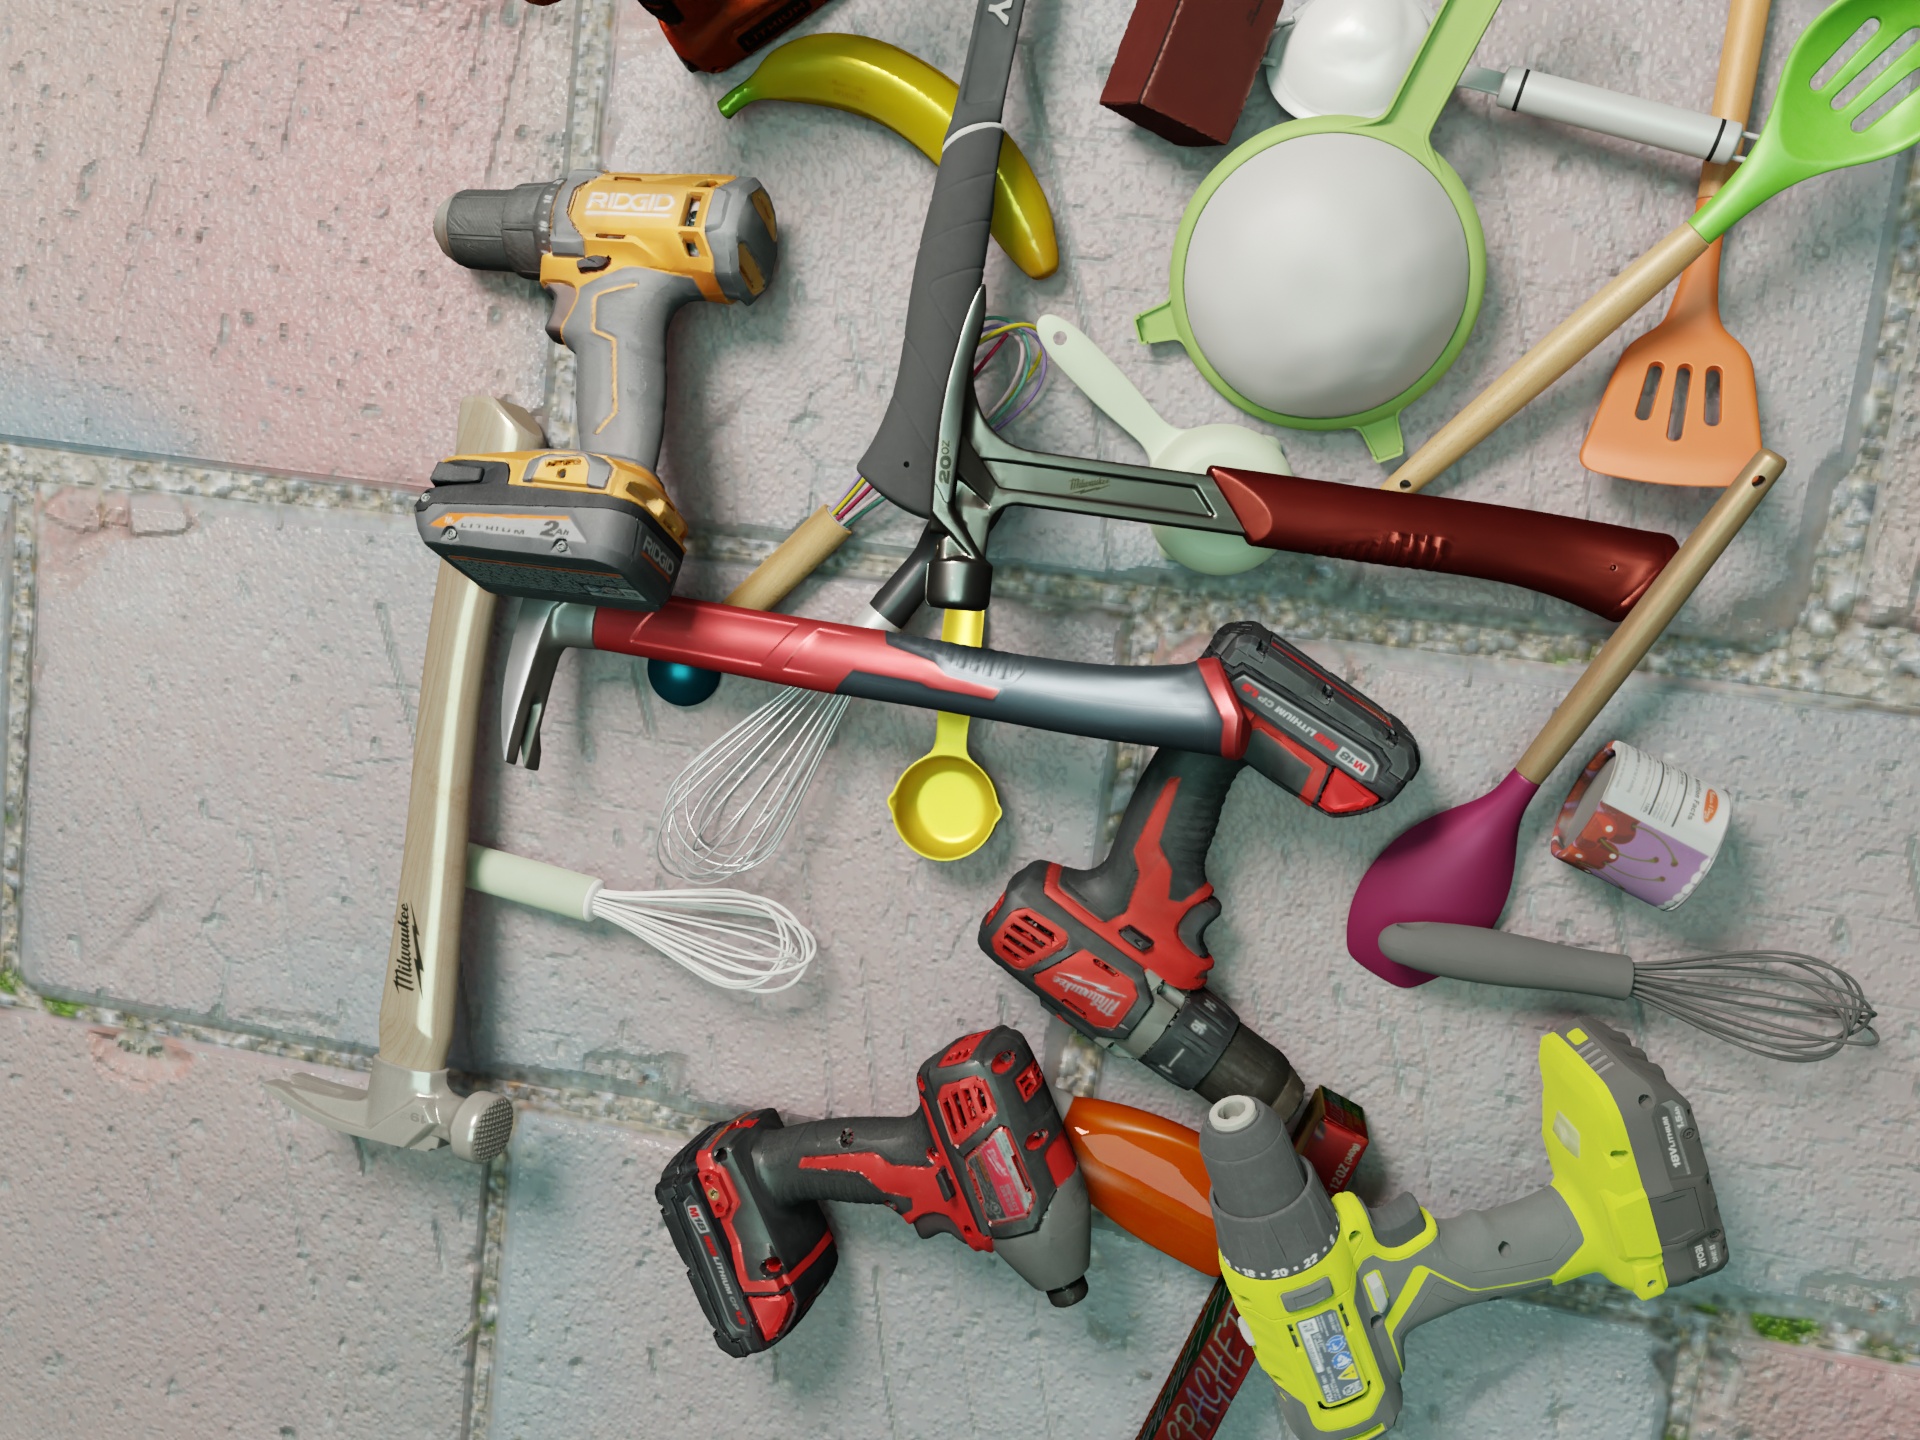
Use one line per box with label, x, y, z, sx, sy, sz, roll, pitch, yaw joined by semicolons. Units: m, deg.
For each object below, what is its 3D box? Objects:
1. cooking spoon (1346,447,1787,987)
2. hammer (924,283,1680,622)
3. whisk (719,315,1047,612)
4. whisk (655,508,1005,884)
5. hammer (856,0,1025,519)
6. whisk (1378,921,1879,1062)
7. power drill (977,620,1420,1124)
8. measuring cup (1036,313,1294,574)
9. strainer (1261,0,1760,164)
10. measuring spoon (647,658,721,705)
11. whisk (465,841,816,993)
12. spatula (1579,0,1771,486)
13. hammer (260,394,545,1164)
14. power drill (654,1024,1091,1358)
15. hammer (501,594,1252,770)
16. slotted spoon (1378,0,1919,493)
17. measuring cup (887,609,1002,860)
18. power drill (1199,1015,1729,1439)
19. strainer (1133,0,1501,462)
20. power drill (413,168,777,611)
cooking spoon;0.292;0.007;0.775;0.069;0.017;0.318;32;112;5
hammer;0.165;-0.107;0.756;0.359;0.037;0.149;7;93;-5
whisk;-0.051;-0.123;0.835;0.245;0.047;0.051;-41;90;15
whisk;-0.065;-0.025;0.843;0.070;0.070;0.284;40;97;3
hammer;0.015;-0.300;0.770;0.149;0.036;0.409;11;91;-1
whisk;0.328;0.129;0.786;0.239;0.055;0.055;9;98;7
power drill;0.139;0.083;0.809;0.188;0.080;0.226;36;104;5
measuring cup;0.099;-0.141;0.793;0.167;0.038;0.083;43;102;-8
strainer;0.252;-0.301;0.745;0.258;0.050;0.087;20;77;12
measuring spoon;-0.175;-0.066;0.872;0.042;0.021;0.128;-28;91;12
whisk;-0.196;0.102;0.886;0.246;0.059;0.057;13;116;13
spatula;0.359;-0.270;0.744;0.081;0.041;0.322;10;97;21
hammer;-0.293;0.027;0.877;0.146;0.038;0.410;8;91;19
power drill;-0.038;0.255;0.837;0.219;0.078;0.143;-22;93;23
hammer;-0.051;-0.014;0.791;0.386;0.038;0.143;11;83;19
slotted spoon;0.316;-0.207;0.733;0.070;0.031;0.313;46;117;-1
measuring cup;-0.001;-0.003;0.853;0.062;0.029;0.156;5;86;9
power drill;0.234;0.234;0.770;0.228;0.080;0.190;-22;109;0
strainer;0.190;-0.246;0.726;0.151;0.069;0.256;28;119;4
power drill;-0.204;-0.179;0.809;0.185;0.084;0.226;8;74;15
